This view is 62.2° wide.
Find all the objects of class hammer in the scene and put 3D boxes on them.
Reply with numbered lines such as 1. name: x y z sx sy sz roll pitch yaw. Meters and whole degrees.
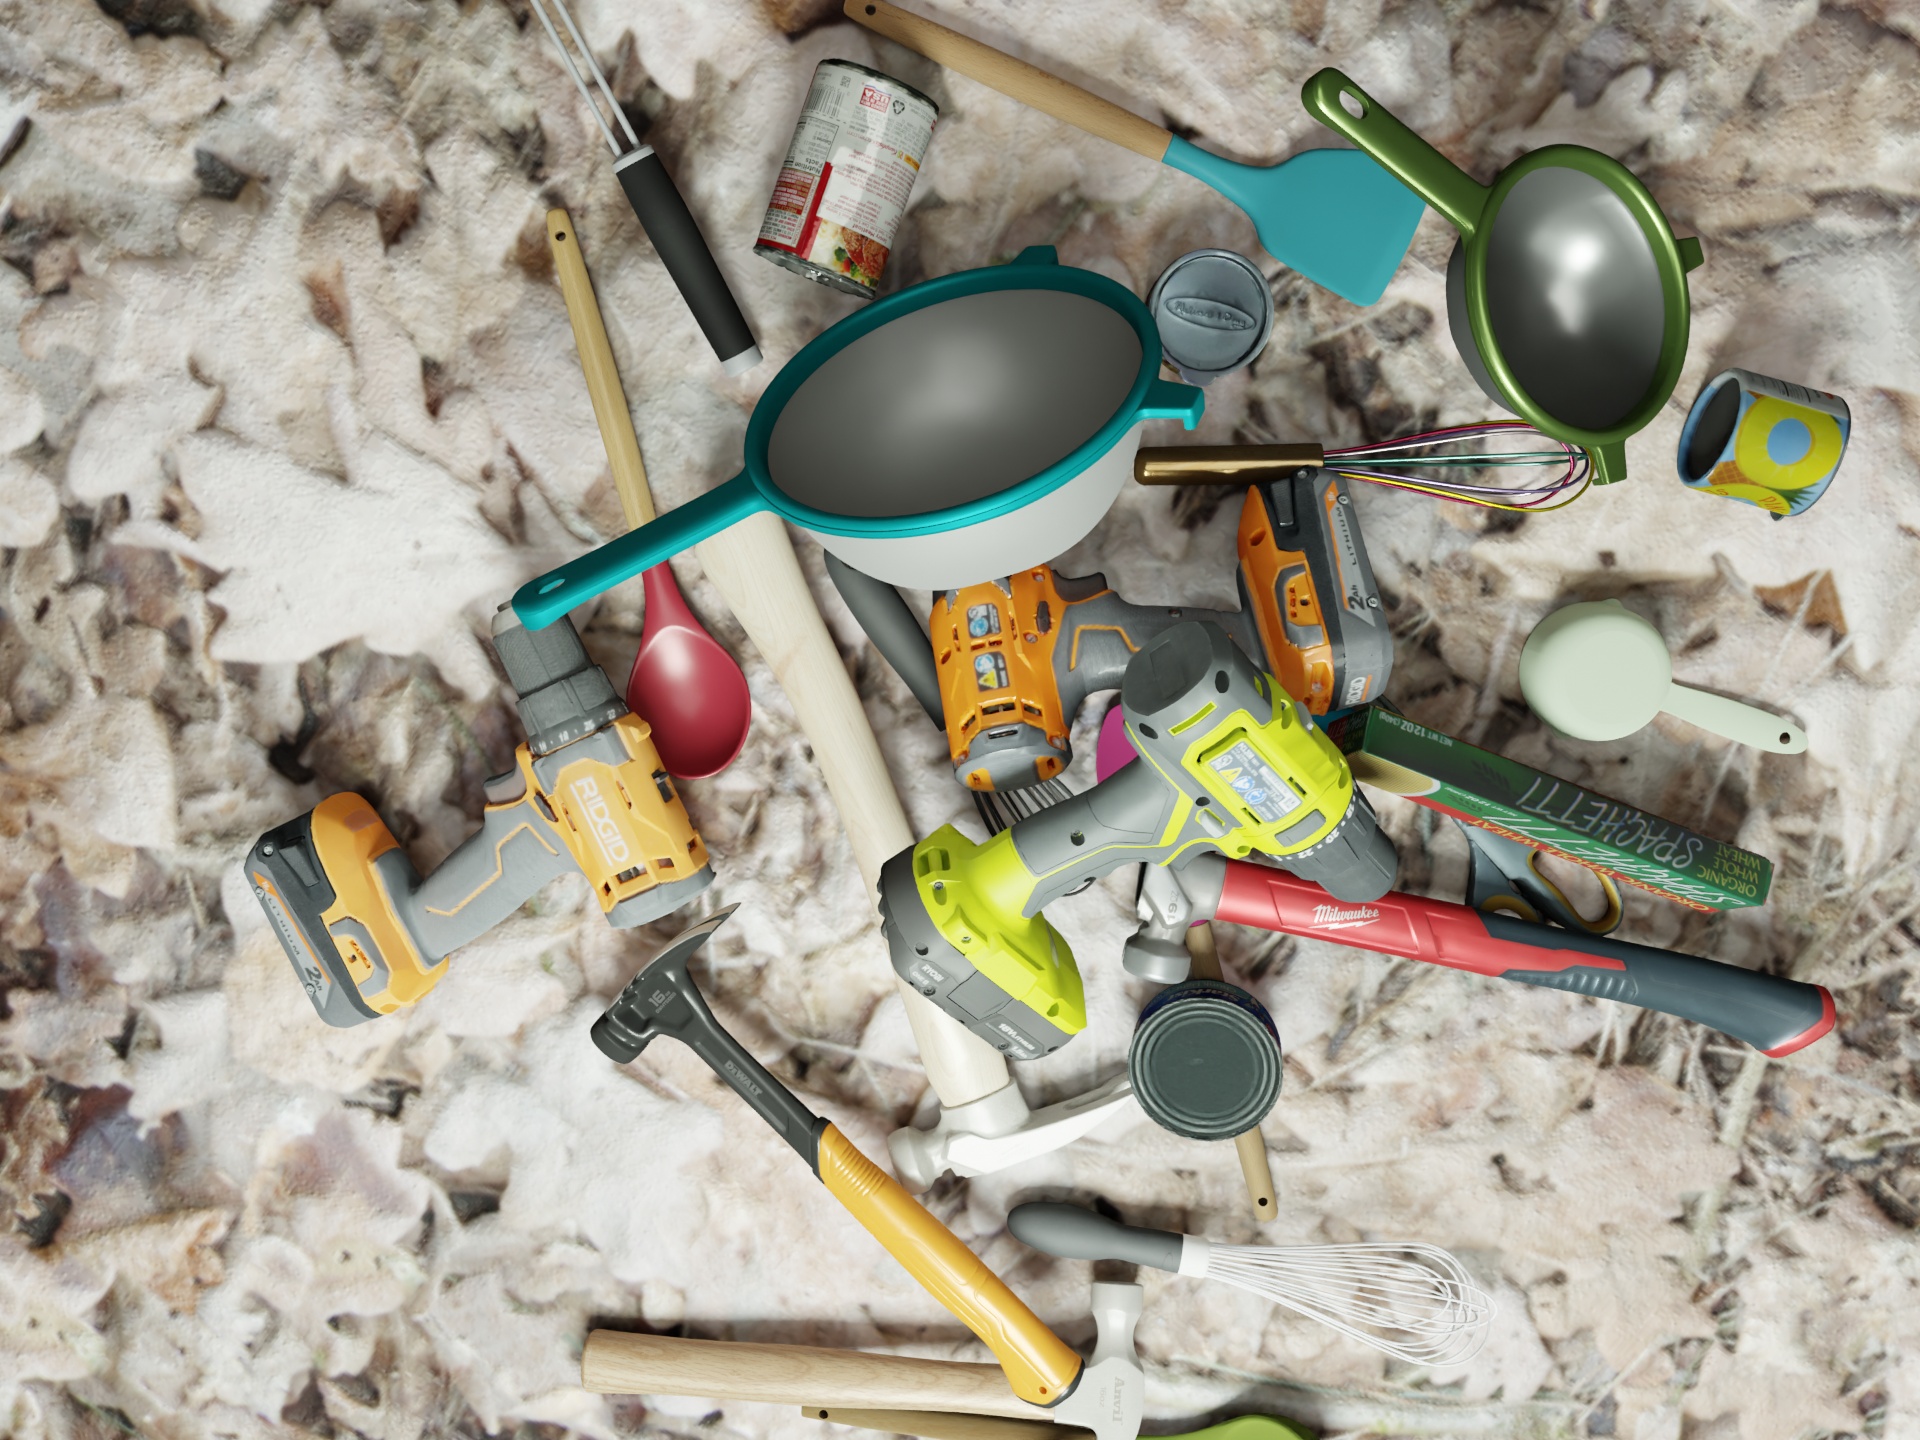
1. hammer: 0.292 0.107 0.877 0.386 0.038 0.143 12 97 -1
2. hammer: -0.054 0.252 0.888 0.337 0.034 0.127 44 120 0
3. hammer: -0.059 0.389 0.933 0.331 0.031 0.130 1 72 6
4. hammer: -0.036 0.062 0.883 0.146 0.038 0.410 -21 101 3

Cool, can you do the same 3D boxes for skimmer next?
1. skimmer: -0.200 -0.351 0.833 0.127 0.090 0.363 -28 108 2

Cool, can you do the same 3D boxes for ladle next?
1. ladle: -0.179 -0.122 0.871 0.069 0.031 0.315 -15 97 -3
2. ladle: 0.062 0.433 0.942 0.320 0.062 0.078 7 97 2

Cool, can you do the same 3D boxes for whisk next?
1. whisk: 0.167 0.316 0.922 0.284 0.070 0.070 10 99 4
2. whisk: 0.000 -0.004 0.879 0.055 0.055 0.239 -35 93 6
3. whisk: 0.216 -0.136 0.855 0.245 0.051 0.047 0 105 4

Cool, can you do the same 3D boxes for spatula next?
1. spatula: 0.086 -0.313 0.827 0.317 0.044 0.082 23 99 -2

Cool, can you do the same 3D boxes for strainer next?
1. strainer: 0.255 -0.235 0.798 0.256 0.069 0.151 29 76 -21
2. strainer: -0.052 -0.104 0.799 0.340 0.211 0.095 -27 133 -3

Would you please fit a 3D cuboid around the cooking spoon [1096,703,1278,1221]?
1. cooking spoon: 0.140 0.140 0.912 0.069 0.017 0.319 -14 98 5

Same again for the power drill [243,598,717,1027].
1. power drill: -0.268 0.050 0.862 0.226 0.084 0.185 -23 97 10

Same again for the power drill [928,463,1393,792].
1. power drill: 0.095 -0.062 0.837 0.226 0.084 0.164 -12 68 4

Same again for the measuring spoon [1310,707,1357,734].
1. measuring spoon: 0.177 -0.012 0.890 0.128 0.021 0.042 22 85 -12

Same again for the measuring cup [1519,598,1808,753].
1. measuring cup: 0.393 -0.011 0.872 0.167 0.038 0.083 19 99 0

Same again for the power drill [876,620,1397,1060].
1. power drill: 0.092 0.073 0.795 0.228 0.080 0.190 -35 124 19
